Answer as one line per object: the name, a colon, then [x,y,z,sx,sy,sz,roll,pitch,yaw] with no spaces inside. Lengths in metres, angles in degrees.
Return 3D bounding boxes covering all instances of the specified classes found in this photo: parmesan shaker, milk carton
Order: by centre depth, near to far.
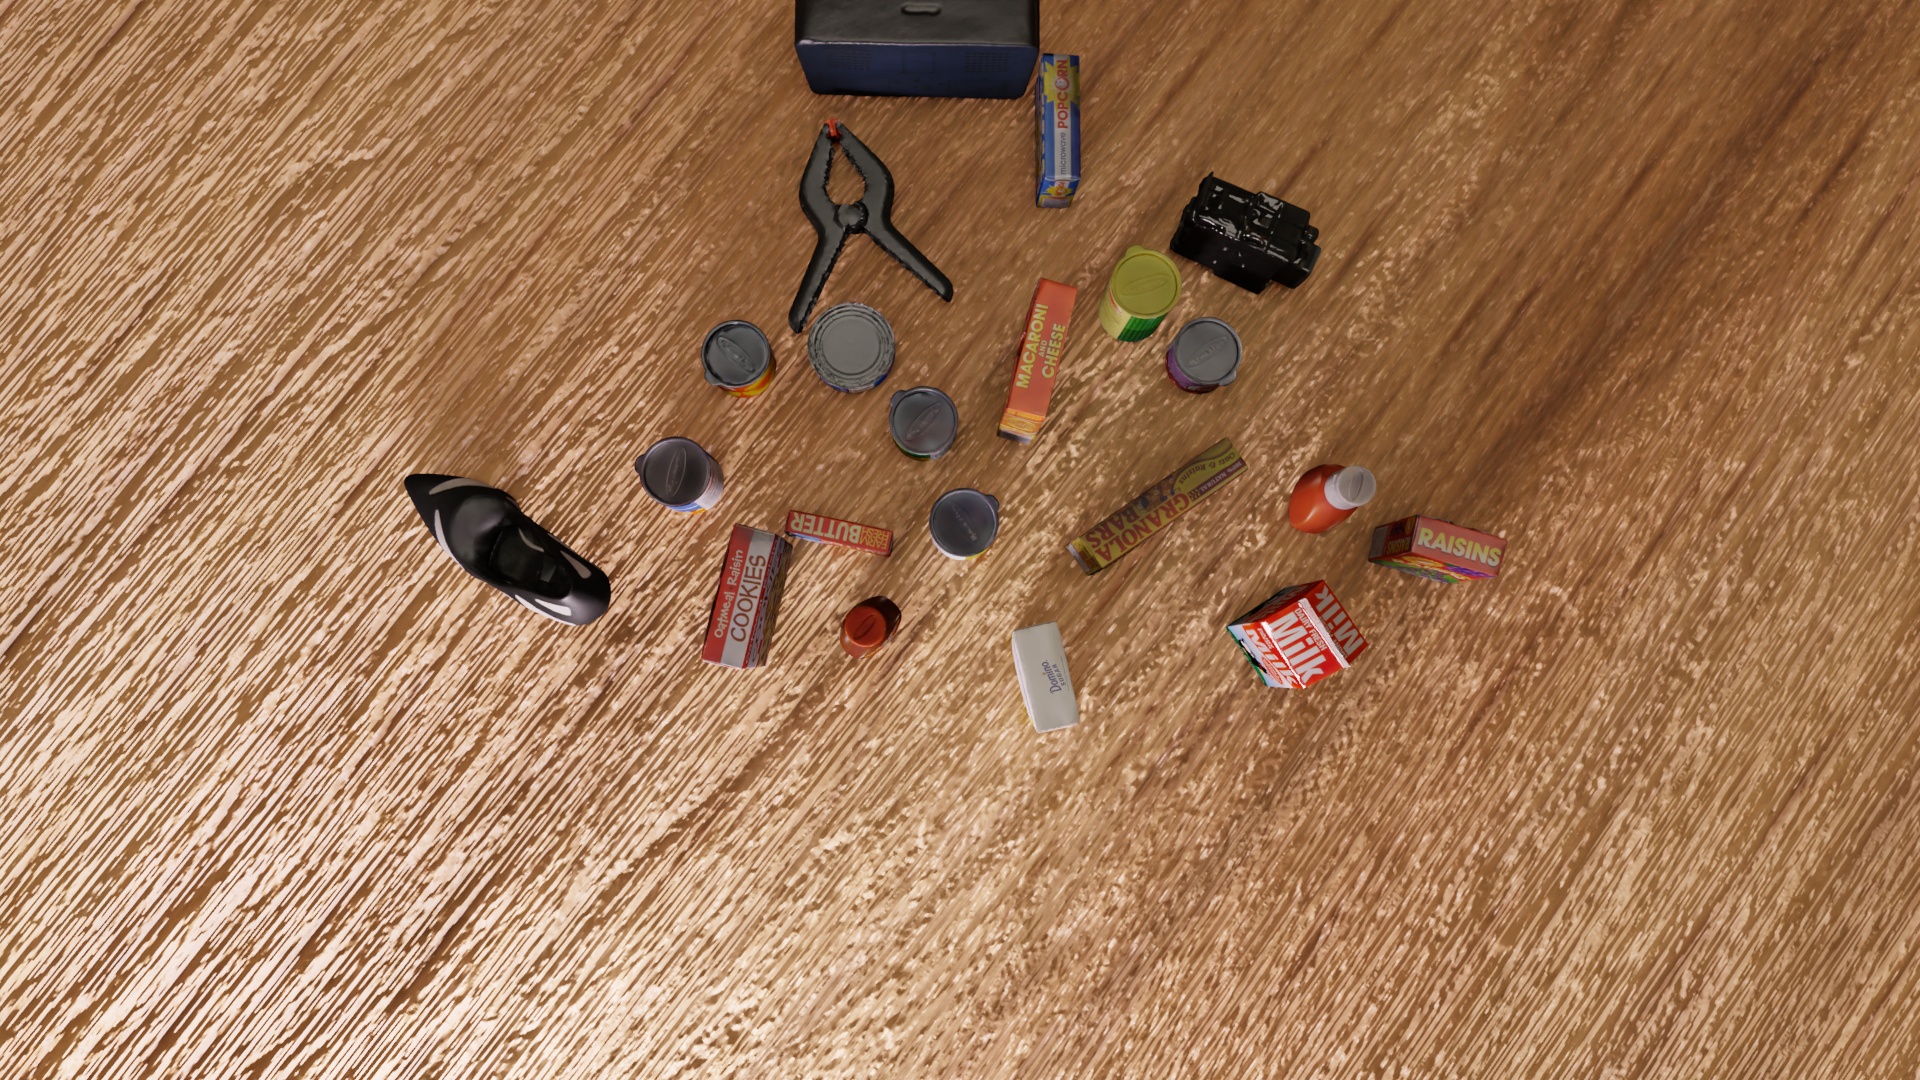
milk carton: [0.309,0.086,1.270,0.073,0.190,0.072,-33,87,-3]
parmesan shaker: [0.171,-0.237,1.339,0.071,0.103,0.071,0,85,-1]

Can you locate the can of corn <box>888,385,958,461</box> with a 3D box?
can of corn: [-0.037,-0.114,1.346,0.071,0.058,0.071,0,85,-1]

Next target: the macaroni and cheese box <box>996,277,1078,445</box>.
macaroni and cheese box: [0.069,-0.163,1.299,0.040,0.166,0.124,14,85,0]

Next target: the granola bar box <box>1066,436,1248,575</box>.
granola bar box: [0.183,-0.029,1.310,0.166,0.124,0.039,-34,87,-4]

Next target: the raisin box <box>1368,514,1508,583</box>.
raisin box: [0.449,0.009,1.313,0.086,0.123,0.040,16,85,0]

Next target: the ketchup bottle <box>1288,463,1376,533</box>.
ketchup bottle: [0.349,-0.043,1.303,0.043,0.148,0.065,18,85,0]

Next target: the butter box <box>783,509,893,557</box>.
butter box: [-0.115,-0.006,1.338,0.103,0.053,0.024,12,85,0]

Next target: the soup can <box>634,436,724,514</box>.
soup can: [-0.267,-0.062,1.324,0.071,0.083,0.071,0,85,-1]

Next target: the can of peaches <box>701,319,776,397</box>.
can of peaches: [-0.216,-0.174,1.348,0.071,0.058,0.071,0,85,-1]

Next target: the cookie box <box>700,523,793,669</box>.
cookie box: [-0.194,0.054,1.273,0.040,0.167,0.123,13,85,0]

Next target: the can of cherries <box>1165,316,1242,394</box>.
can of cherries: [0.238,-0.177,1.358,0.071,0.058,0.071,0,85,-1]

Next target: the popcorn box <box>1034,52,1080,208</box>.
popcorn box: [0.094,-0.399,1.361,0.038,0.085,0.126,0,85,-1]

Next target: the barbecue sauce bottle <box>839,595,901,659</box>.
barbecue sauce bottle: [-0.085,0.080,1.283,0.043,0.148,0.065,41,86,2]

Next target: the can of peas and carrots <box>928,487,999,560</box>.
can of peas and carrots: [0.005,-0.017,1.338,0.071,0.058,0.071,0,85,-1]
